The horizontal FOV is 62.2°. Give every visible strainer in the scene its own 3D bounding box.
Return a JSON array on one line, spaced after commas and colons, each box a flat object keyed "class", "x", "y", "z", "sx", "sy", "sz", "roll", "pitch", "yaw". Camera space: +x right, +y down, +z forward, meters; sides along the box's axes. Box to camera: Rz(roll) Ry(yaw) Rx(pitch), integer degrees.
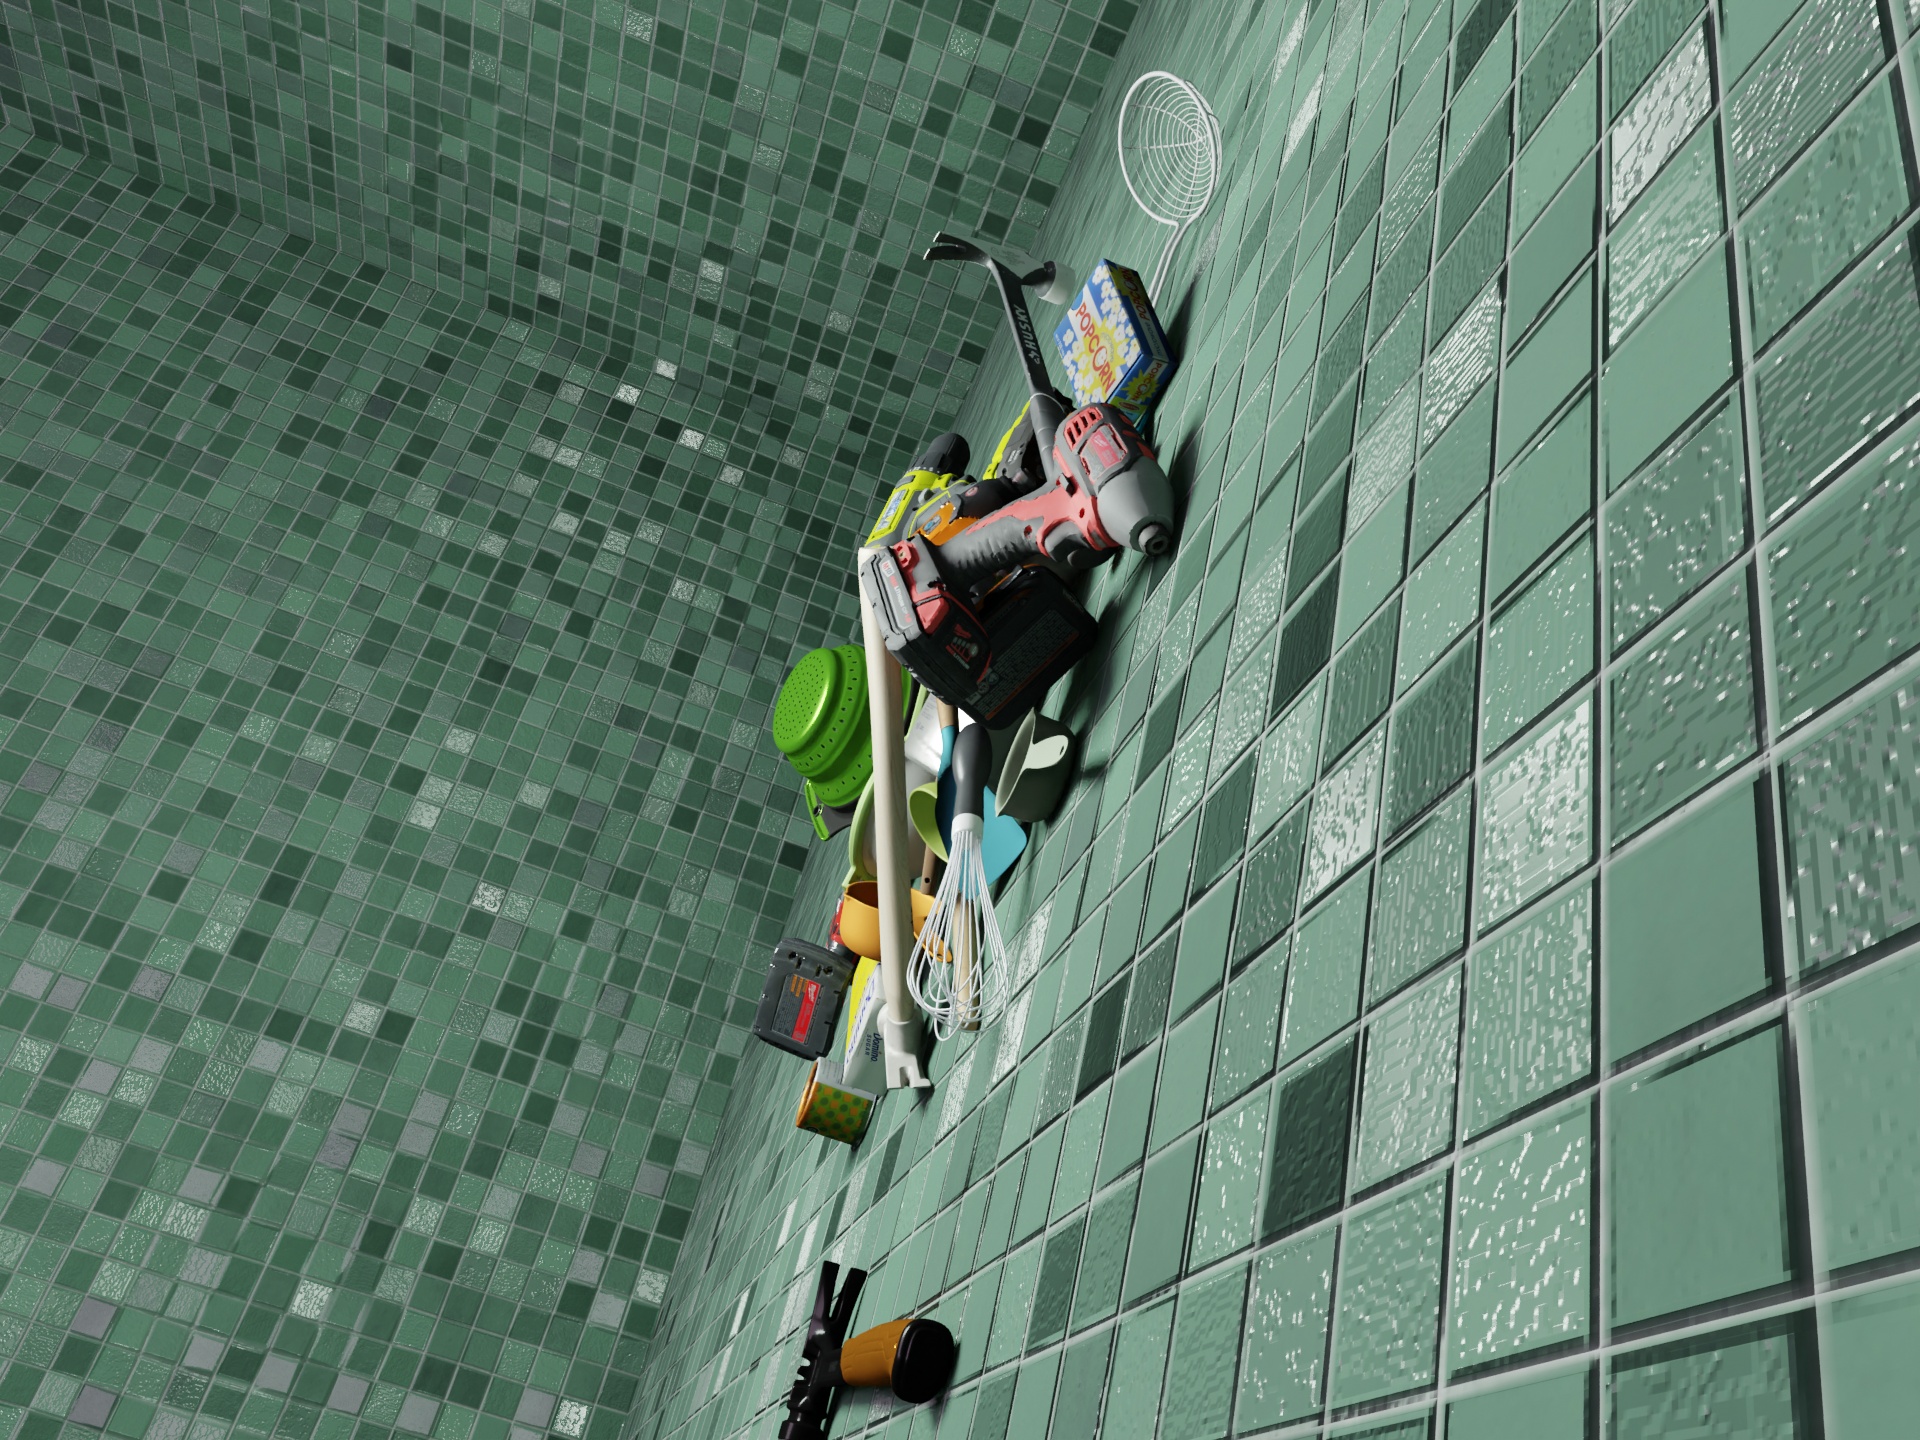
[{"class": "strainer", "x": -0.023, "y": 0.043, "z": 1.456, "sx": 0.151, "sy": 0.069, "sz": 0.256, "roll": -24, "pitch": -47, "yaw": -58}]

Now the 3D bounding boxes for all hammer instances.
[{"class": "hammer", "x": 0.065, "y": -0.278, "z": 1.336, "sx": 0.036, "sy": 0.149, "sz": 0.409, "roll": -54, "pitch": 35, "yaw": 39}, {"class": "hammer", "x": -0.052, "y": 0.074, "z": 1.216, "sx": 0.146, "sy": 0.038, "sz": 0.410, "roll": -119, "pitch": 26, "yaw": -80}, {"class": "hammer", "x": -0.059, "y": 0.395, "z": 1.002, "sx": 0.336, "sy": 0.034, "sz": 0.127, "roll": 124, "pitch": 163, "yaw": -62}]

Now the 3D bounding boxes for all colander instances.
[{"class": "colander", "x": -0.076, "y": -0.069, "z": 1.542, "sx": 0.397, "sy": 0.094, "sz": 0.205, "roll": -55, "pitch": 31, "yaw": 19}]

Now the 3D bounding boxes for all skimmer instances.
[{"class": "skimmer", "x": 0.142, "y": -0.372, "z": 1.373, "sx": 0.127, "sy": 0.090, "sz": 0.363, "roll": 10, "pitch": 81, "yaw": 59}]

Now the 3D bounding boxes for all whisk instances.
[{"class": "whisk", "x": 0.003, "y": 0.102, "z": 1.109, "sx": 0.285, "sy": 0.070, "sz": 0.070, "roll": -86, "pitch": 17, "yaw": -48}]

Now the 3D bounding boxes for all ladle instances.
[{"class": "ladle", "x": -0.009, "y": 0.144, "z": 1.244, "sx": 0.320, "sy": 0.062, "sz": 0.078, "roll": -93, "pitch": -14, "yaw": -63}]

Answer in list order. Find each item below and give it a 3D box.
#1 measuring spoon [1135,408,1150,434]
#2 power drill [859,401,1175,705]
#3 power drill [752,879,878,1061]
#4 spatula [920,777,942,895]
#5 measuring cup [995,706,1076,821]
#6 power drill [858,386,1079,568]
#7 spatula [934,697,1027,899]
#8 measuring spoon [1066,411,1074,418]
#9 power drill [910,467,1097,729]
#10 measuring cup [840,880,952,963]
[{"class": "measuring spoon", "x": 0.144, "y": -0.216, "z": 1.258, "sx": 0.042, "sy": 0.021, "sz": 0.129, "roll": -54, "pitch": 6, "yaw": 34}, {"class": "power drill", "x": 0.047, "y": -0.116, "z": 1.105, "sx": 0.219, "sy": 0.078, "sz": 0.143, "roll": -35, "pitch": 44, "yaw": 12}, {"class": "power drill", "x": -0.122, "y": 0.222, "z": 1.632, "sx": 0.227, "sy": 0.080, "sz": 0.187, "roll": -51, "pitch": -20, "yaw": -65}, {"class": "spatula", "x": -0.006, "y": -0.002, "z": 1.402, "sx": 0.018, "sy": 0.060, "sz": 0.316, "roll": 2, "pitch": -83, "yaw": -70}, {"class": "measuring cup", "x": 0.064, "y": 0.031, "z": 1.077, "sx": 0.167, "sy": 0.038, "sz": 0.083, "roll": 155, "pitch": 135, "yaw": -77}, {"class": "power drill", "x": 0.018, "y": -0.221, "z": 1.470, "sx": 0.228, "sy": 0.080, "sz": 0.191, "roll": -17, "pitch": 39, "yaw": 45}, {"class": "spatula", "x": -0.002, "y": -0.004, "z": 1.285, "sx": 0.082, "sy": 0.044, "sz": 0.318, "roll": -49, "pitch": 32, "yaw": 35}, {"class": "measuring spoon", "x": 0.108, "y": -0.222, "z": 1.350, "sx": 0.021, "sy": 0.011, "sz": 0.117, "roll": -53, "pitch": 40, "yaw": 38}, {"class": "power drill", "x": 0.023, "y": -0.108, "z": 1.254, "sx": 0.164, "sy": 0.084, "sz": 0.227, "roll": -44, "pitch": 34, "yaw": 9}, {"class": "measuring cup", "x": -0.048, "y": 0.192, "z": 1.367, "sx": 0.174, "sy": 0.095, "sz": 0.052, "roll": -142, "pitch": 63, "yaw": -63}]
